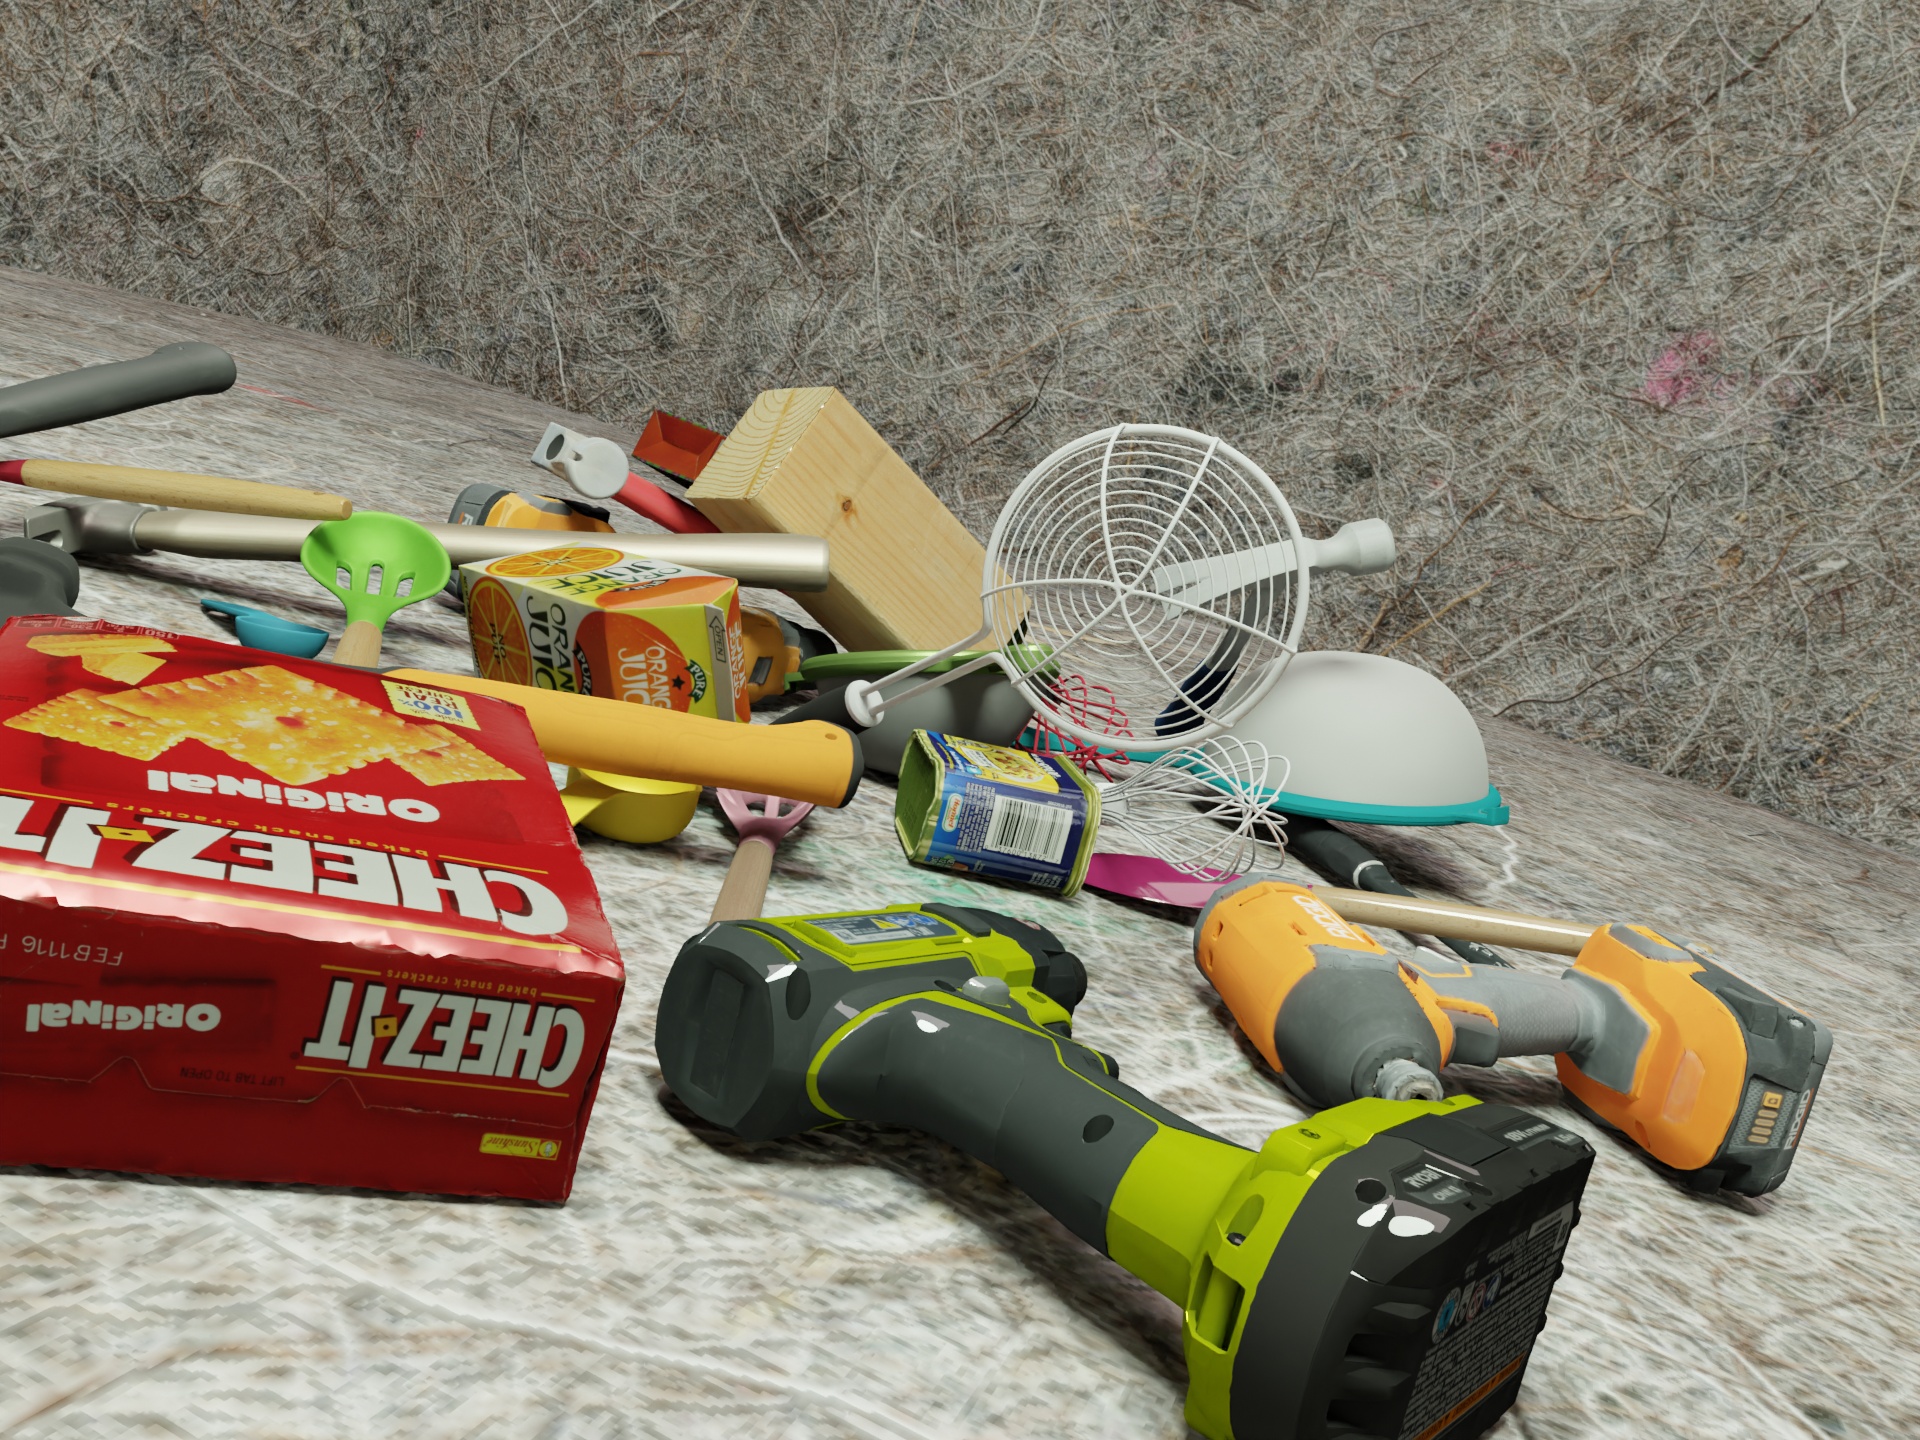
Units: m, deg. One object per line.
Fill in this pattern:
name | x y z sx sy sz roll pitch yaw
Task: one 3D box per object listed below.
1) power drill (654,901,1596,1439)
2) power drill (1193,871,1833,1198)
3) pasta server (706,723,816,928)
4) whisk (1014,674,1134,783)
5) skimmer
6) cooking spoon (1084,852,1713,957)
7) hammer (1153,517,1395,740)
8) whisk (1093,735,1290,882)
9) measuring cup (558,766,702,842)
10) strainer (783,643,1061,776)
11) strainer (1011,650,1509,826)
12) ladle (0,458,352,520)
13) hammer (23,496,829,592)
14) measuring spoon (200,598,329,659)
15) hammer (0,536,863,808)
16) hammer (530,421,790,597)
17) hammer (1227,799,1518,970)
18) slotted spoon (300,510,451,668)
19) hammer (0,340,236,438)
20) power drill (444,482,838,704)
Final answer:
power drill | 0.047 0.111 0.448 0.223 0.080 0.171 21 11 37
power drill | 0.222 0.127 0.639 0.226 0.084 0.164 11 12 -11
pasta server | -0.084 0.055 0.633 0.060 0.040 0.316 4 12 -3
whisk | 0.061 -0.012 1.063 0.073 0.073 0.296 15 11 -9
skimmer | 0.006 -0.027 0.729 0.090 0.127 0.363 -20 0 -30
cooking spoon | 0.201 0.093 0.793 0.319 0.017 0.069 7 9 18
hammer | 0.187 -0.047 1.157 0.144 0.035 0.405 -11 -14 -5
whisk | 0.085 0.044 0.804 0.070 0.070 0.284 14 -6 -16
measuring cup | -0.157 0.044 0.634 0.062 0.029 0.156 21 22 14
strainer | -0.001 -0.003 0.870 0.151 0.069 0.256 1 -1 -17
strainer | 0.204 -0.005 1.103 0.340 0.095 0.211 7 11 7
ladle | -0.450 -0.122 0.807 0.315 0.031 0.069 7 19 13
hammer | -0.277 -0.093 0.869 0.410 0.038 0.146 2 14 -9
measuring spoon | -0.355 -0.044 0.794 0.042 0.021 0.129 8 4 -43
hammer | -0.196 -0.003 0.604 0.336 0.034 0.127 10 23 -21
hammer | -0.122 -0.101 1.132 0.386 0.038 0.143 28 0 -31
hammer | 0.249 0.099 0.954 0.149 0.036 0.409 13 10 -16
slotted spoon | -0.262 -0.027 0.685 0.070 0.031 0.314 9 23 -18
hammer | -0.483 -0.148 0.787 0.146 0.035 0.335 9 23 14
power drill | -0.198 -0.073 1.026 0.226 0.084 0.185 26 10 23
